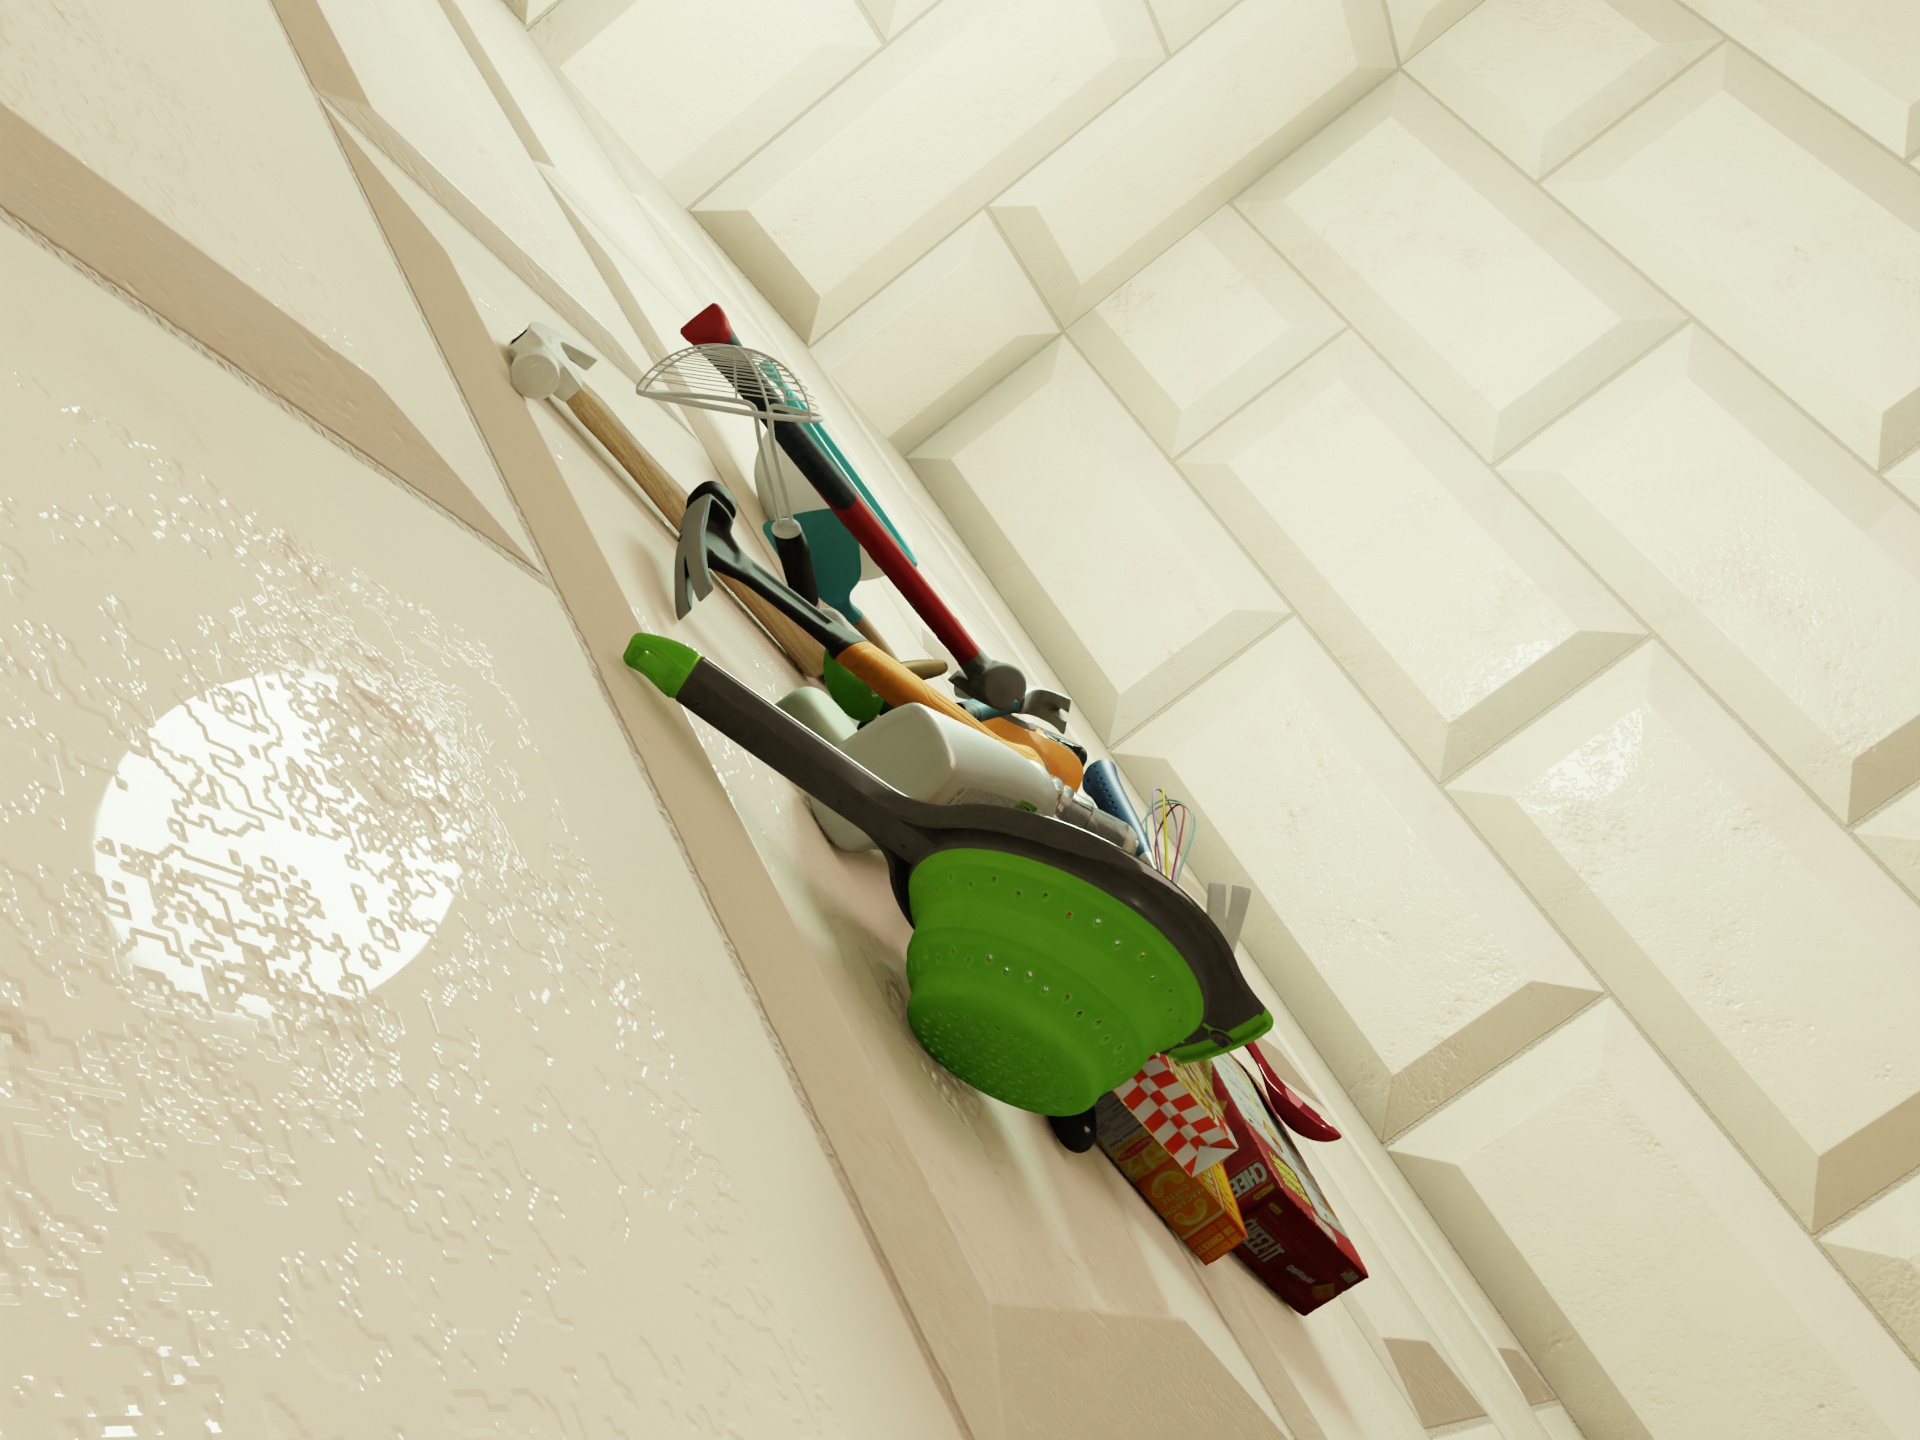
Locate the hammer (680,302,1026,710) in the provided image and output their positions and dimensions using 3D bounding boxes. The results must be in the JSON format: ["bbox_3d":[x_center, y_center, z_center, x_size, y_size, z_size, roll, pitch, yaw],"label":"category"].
[{"bbox_3d":[-0.088,-0.167,1.277,0.386,0.038,0.143,51,-6,-16],"label":"hammer"}]

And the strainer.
[{"bbox_3d":[-0.166,-0.252,1.605,0.210,0.095,0.341,48,6,-50],"label":"strainer"}]

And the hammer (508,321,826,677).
[{"bbox_3d":[-0.203,-0.153,1.153,0.331,0.031,0.130,49,9,-29],"label":"hammer"}]

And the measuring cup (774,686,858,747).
[{"bbox_3d":[-0.074,0.024,1.087,0.083,0.038,0.167,57,10,26],"label":"measuring cup"}]

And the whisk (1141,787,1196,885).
[{"bbox_3d":[0.191,0.151,1.456,0.051,0.047,0.245,20,38,-9],"label":"whisk"}]

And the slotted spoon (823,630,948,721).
[{"bbox_3d":[-0.050,-0.041,1.303,0.314,0.031,0.070,-15,90,-77],"label":"slotted spoon"}]

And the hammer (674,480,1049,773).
[{"bbox_3d":[-0.060,-0.033,1.116,0.336,0.034,0.127,36,30,-29],"label":"hammer"}]

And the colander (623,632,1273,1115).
[{"bbox_3d":[-0.028,0.097,0.840,0.397,0.094,0.204,35,-32,-6],"label":"colander"}]

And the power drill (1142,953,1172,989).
[{"bbox_3d":[0.152,0.207,1.502,0.191,0.080,0.228,57,11,28],"label":"power drill"}]

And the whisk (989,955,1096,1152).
[{"bbox_3d":[0.052,0.183,1.080,0.070,0.070,0.285,48,13,-32],"label":"whisk"}]

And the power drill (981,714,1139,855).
[{"bbox_3d":[0.072,0.063,1.451,0.185,0.084,0.226,25,9,0],"label":"power drill"}]

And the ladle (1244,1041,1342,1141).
[{"bbox_3d":[0.228,0.247,1.401,0.069,0.031,0.316,35,16,-53],"label":"ladle"}]

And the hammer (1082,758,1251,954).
[{"bbox_3d":[0.166,0.126,1.393,0.035,0.144,0.406,10,20,-12],"label":"hammer"}]

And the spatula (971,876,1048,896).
[{"bbox_3d":[0.006,0.095,1.000,0.081,0.041,0.322,32,-6,-1],"label":"spatula"}]

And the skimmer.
[{"bbox_3d":[-0.149,-0.156,1.196,0.363,0.127,0.090,84,19,-62],"label":"skimmer"}]

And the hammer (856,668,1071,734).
[{"bbox_3d":[-0.002,-0.004,1.360,0.128,0.033,0.331,14,12,21],"label":"hammer"}]

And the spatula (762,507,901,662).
[{"bbox_3d":[-0.087,-0.094,1.453,0.317,0.082,0.044,56,27,-63],"label":"spatula"}]
